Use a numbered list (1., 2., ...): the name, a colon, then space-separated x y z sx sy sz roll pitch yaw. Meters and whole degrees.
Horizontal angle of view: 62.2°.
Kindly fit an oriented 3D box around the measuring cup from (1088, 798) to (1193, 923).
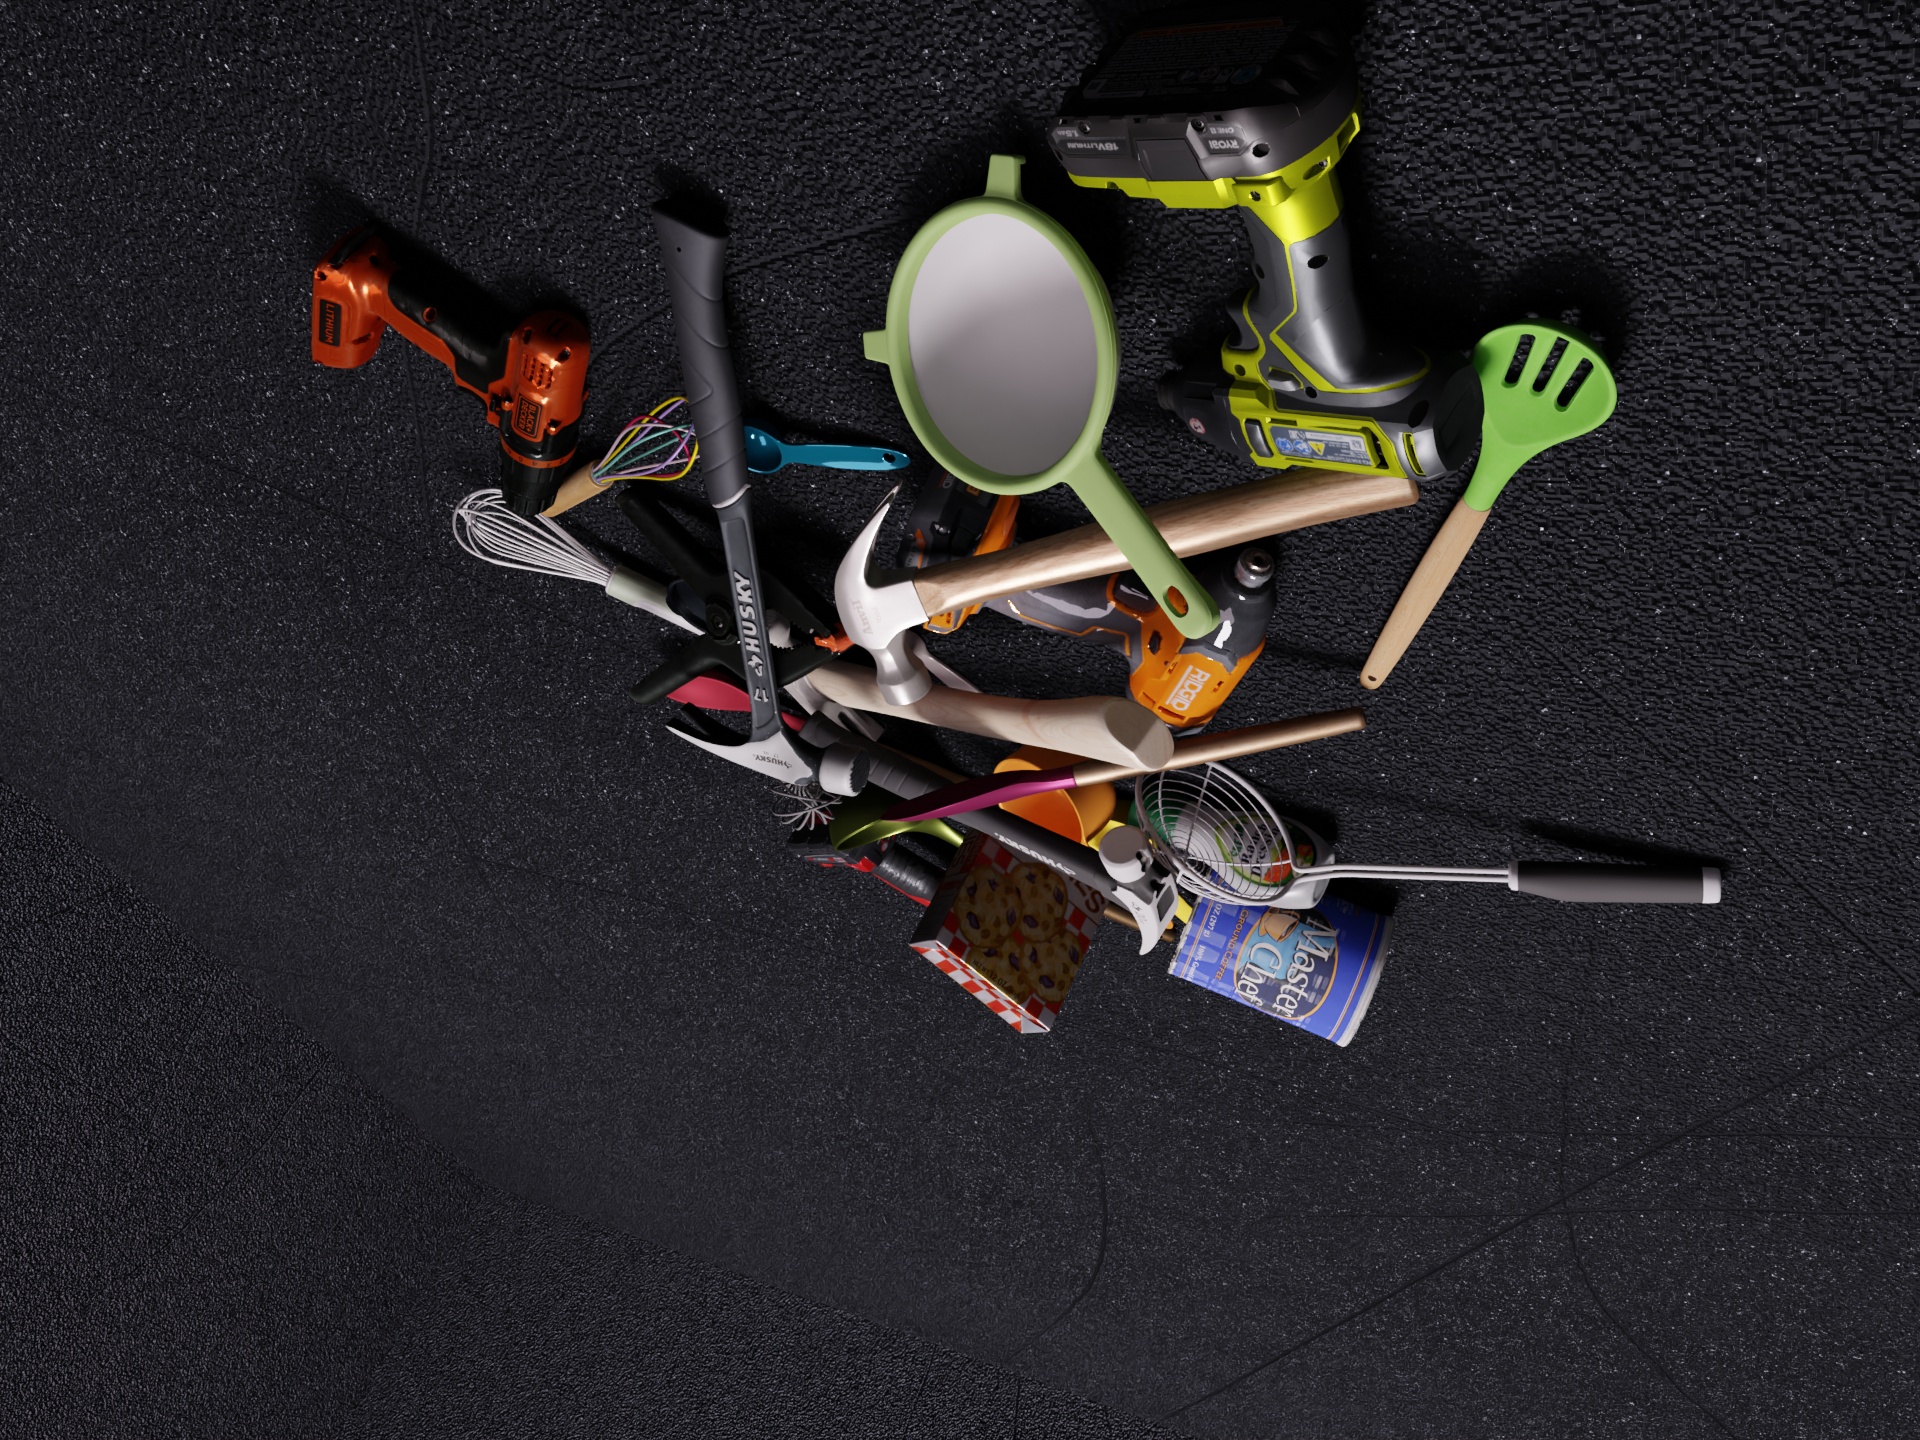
1. measuring cup: 0.156 0.114 1.249 0.062 0.029 0.156 -8 136 44

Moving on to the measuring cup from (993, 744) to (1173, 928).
1. measuring cup: 0.103 0.080 1.171 0.174 0.052 0.095 42 146 13

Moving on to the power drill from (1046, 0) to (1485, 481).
1. power drill: 0.135 -0.209 0.740 0.171 0.080 0.223 17 152 41

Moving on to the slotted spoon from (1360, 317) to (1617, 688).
1. slotted spoon: 0.265 -0.103 0.848 0.070 0.031 0.313 29 151 11

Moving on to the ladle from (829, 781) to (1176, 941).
1. ladle: 0.041 0.127 1.278 0.320 0.062 0.078 25 145 -20

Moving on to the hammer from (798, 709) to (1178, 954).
1. hammer: 0.010 0.067 1.136 0.335 0.035 0.146 24 159 33

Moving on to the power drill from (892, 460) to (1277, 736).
1. power drill: 0.078 -0.085 0.970 0.226 0.084 0.164 24 148 -1

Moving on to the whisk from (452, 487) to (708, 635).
1. whisk: -0.277 -0.113 1.235 0.246 0.059 0.057 25 161 -4

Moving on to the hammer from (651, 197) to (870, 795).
1. hammer: -0.148 -0.128 1.019 0.149 0.036 0.408 11 129 21

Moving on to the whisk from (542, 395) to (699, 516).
1. whisk: -0.243 -0.174 1.115 0.245 0.051 0.047 -11 113 52

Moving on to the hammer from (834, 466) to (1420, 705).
1. hammer: 0.083 -0.099 0.882 0.331 0.031 0.130 -13 121 19

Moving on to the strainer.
1. strainer: 0.066 -0.155 0.823 0.256 0.069 0.151 55 136 9

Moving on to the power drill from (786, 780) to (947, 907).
1. power drill: -0.027 0.133 1.355 0.219 0.078 0.143 37 160 -22

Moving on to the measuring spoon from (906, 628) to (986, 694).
1. measuring spoon: -0.010 -0.026 1.179 0.124 0.018 0.034 37 147 -16

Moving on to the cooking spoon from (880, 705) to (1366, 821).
1. cooking spoon: 0.099 0.031 1.019 0.319 0.069 0.017 -13 99 16

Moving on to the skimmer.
1. skimmer: 0.297 0.076 1.036 0.363 0.127 0.090 1 123 20

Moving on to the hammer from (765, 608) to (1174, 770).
1. hammer: -0.002 -0.003 1.090 0.411 0.038 0.146 12 150 53

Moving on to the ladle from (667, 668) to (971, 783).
1. ladle: -0.102 0.014 1.302 0.315 0.031 0.069 21 161 8

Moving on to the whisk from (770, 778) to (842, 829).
1. whisk: -0.131 0.052 1.277 0.055 0.055 0.239 34 178 -11

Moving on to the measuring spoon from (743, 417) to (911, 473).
1. measuring spoon: -0.091 -0.179 1.029 0.128 0.021 0.042 7 144 16
